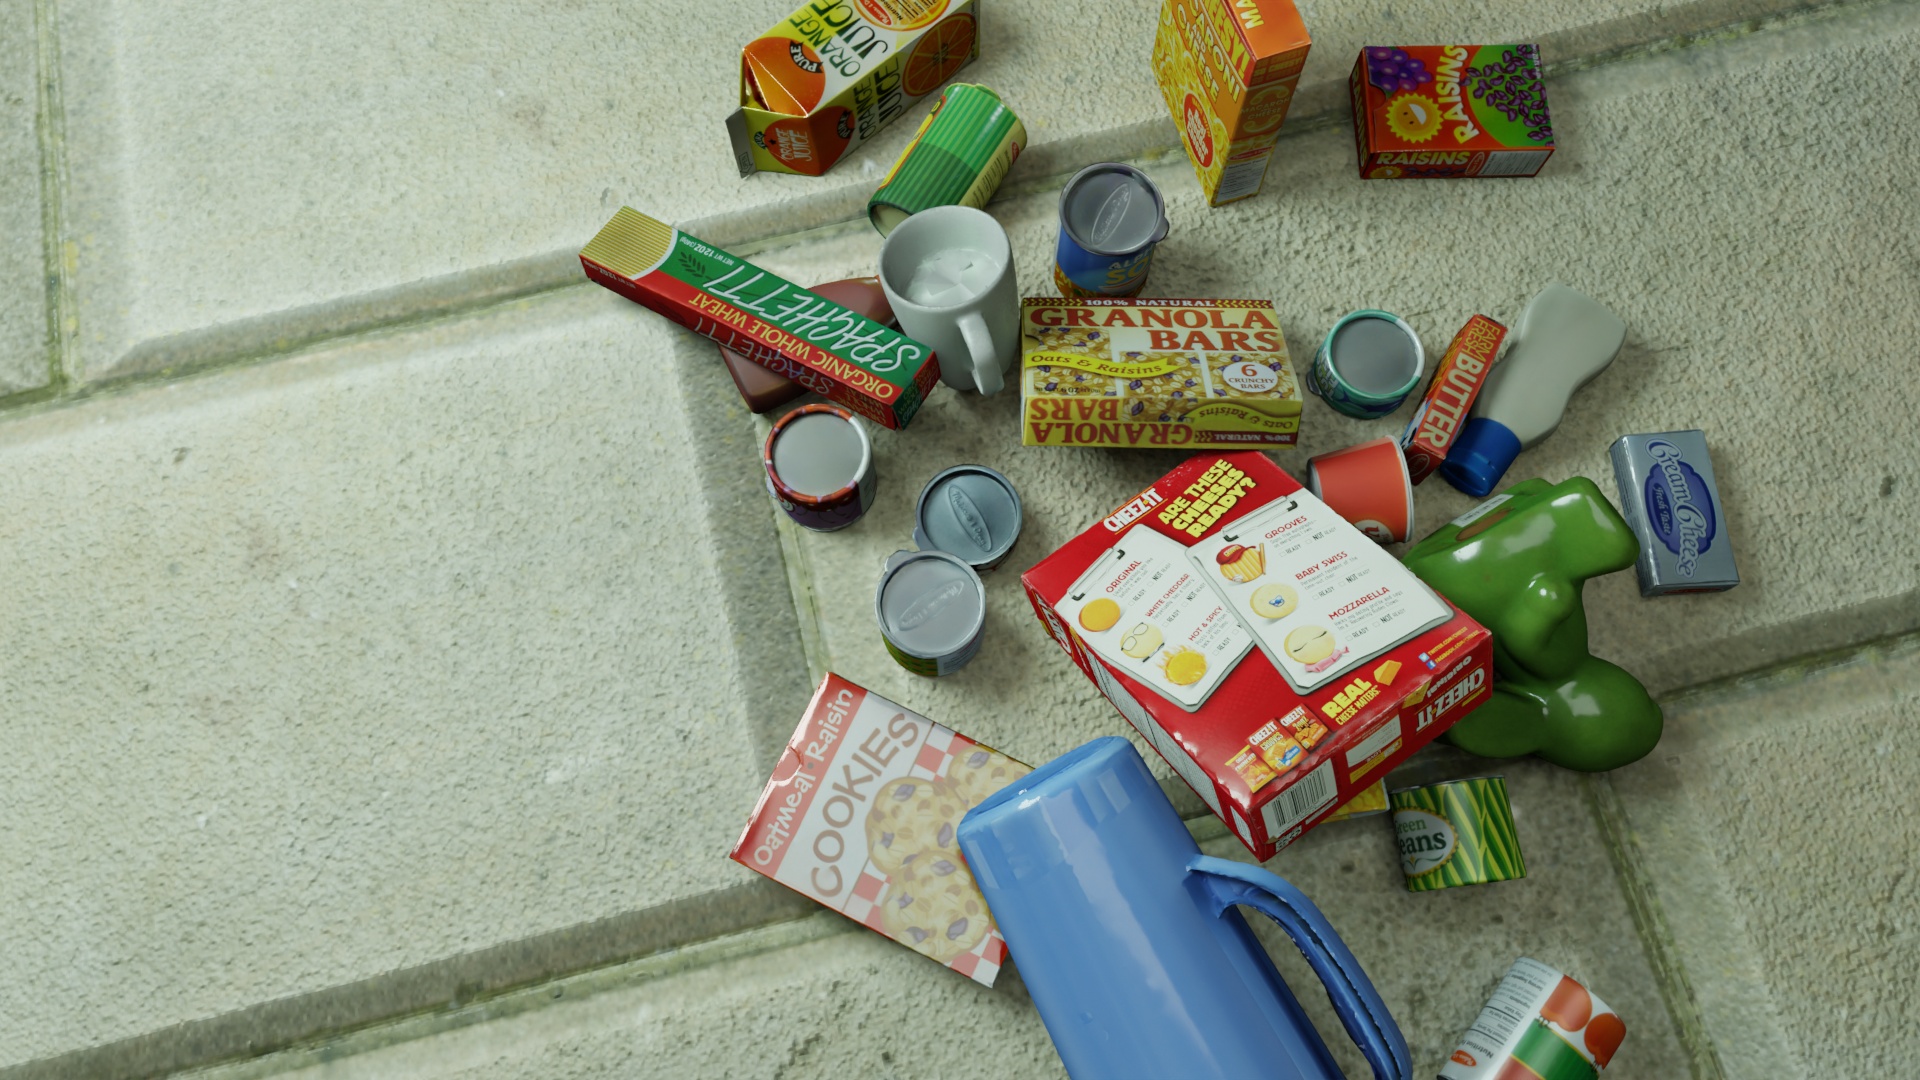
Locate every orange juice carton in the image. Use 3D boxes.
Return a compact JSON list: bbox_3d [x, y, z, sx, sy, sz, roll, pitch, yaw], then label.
[{"bbox_3d":[-0.081,-0.322,0.951,0.193,0.071,0.073,-40,77,-11],"label":"orange juice carton"}]

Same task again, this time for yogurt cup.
[{"bbox_3d":[0.247,-0.028,0.863,0.054,0.072,0.072,-8,73,6],"label":"yogurt cup"}]

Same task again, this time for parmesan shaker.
[{"bbox_3d":[-0.009,-0.245,0.927,0.071,0.071,0.103,30,75,9],"label":"parmesan shaker"}]

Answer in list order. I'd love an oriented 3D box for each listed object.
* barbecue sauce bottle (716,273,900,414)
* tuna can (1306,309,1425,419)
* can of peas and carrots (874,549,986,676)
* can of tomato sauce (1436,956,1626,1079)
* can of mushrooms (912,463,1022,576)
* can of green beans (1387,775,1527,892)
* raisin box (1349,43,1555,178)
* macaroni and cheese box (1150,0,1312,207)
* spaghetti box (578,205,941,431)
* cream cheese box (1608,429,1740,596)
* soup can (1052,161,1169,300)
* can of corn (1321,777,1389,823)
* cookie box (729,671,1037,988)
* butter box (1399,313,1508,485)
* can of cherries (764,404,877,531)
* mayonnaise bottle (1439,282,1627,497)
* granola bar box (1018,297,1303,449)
[{"bbox_3d":[-0.082,-0.141,0.909,0.149,0.043,0.065,-27,70,-8],"label":"barbecue sauce bottle"},{"bbox_3d":[0.264,-0.115,0.904,0.071,0.032,0.071,0,73,0],"label":"tuna can"},{"bbox_3d":[-0.019,0.043,0.843,0.071,0.058,0.071,0,72,1],"label":"can of peas and carrots"},{"bbox_3d":[0.315,0.284,0.763,0.071,0.071,0.083,38,76,11],"label":"can of tomato sauce"},{"bbox_3d":[0.003,-0.011,0.873,0.071,0.033,0.071,0,73,0],"label":"can of mushrooms"},{"bbox_3d":[0.285,0.169,0.798,0.071,0.071,0.058,-7,74,-2],"label":"can of green beans"},{"bbox_3d":[0.337,-0.295,0.957,0.123,0.040,0.086,-1,74,1],"label":"raisin box"},{"bbox_3d":[0.169,-0.313,0.897,0.040,0.166,0.124,-17,73,-4],"label":"macaroni and cheese box"},{"bbox_3d":[-0.128,-0.142,0.872,0.250,0.028,0.050,27,67,19],"label":"spaghetti box"},{"bbox_3d":[0.450,-0.018,0.877,0.053,0.024,0.104,-3,73,-1],"label":"cream cheese box"},{"bbox_3d":[0.097,-0.194,0.904,0.071,0.083,0.071,0,73,1],"label":"soup can"},{"bbox_3d":[0.209,0.134,0.810,0.071,0.071,0.058,-8,74,-2],"label":"can of corn"},{"bbox_3d":[-0.031,0.167,0.814,0.167,0.040,0.123,25,75,8],"label":"cookie box"},{"bbox_3d":[0.310,-0.090,0.886,0.024,0.053,0.104,28,75,7],"label":"butter box"},{"bbox_3d":[-0.089,-0.045,0.871,0.071,0.058,0.071,0,73,0],"label":"can of cherries"},{"bbox_3d":[0.364,-0.094,0.894,0.065,0.041,0.148,37,77,12],"label":"mayonnaise bottle"},{"bbox_3d":[0.120,-0.107,0.868,0.166,0.038,0.125,1,38,1],"label":"granola bar box"}]
